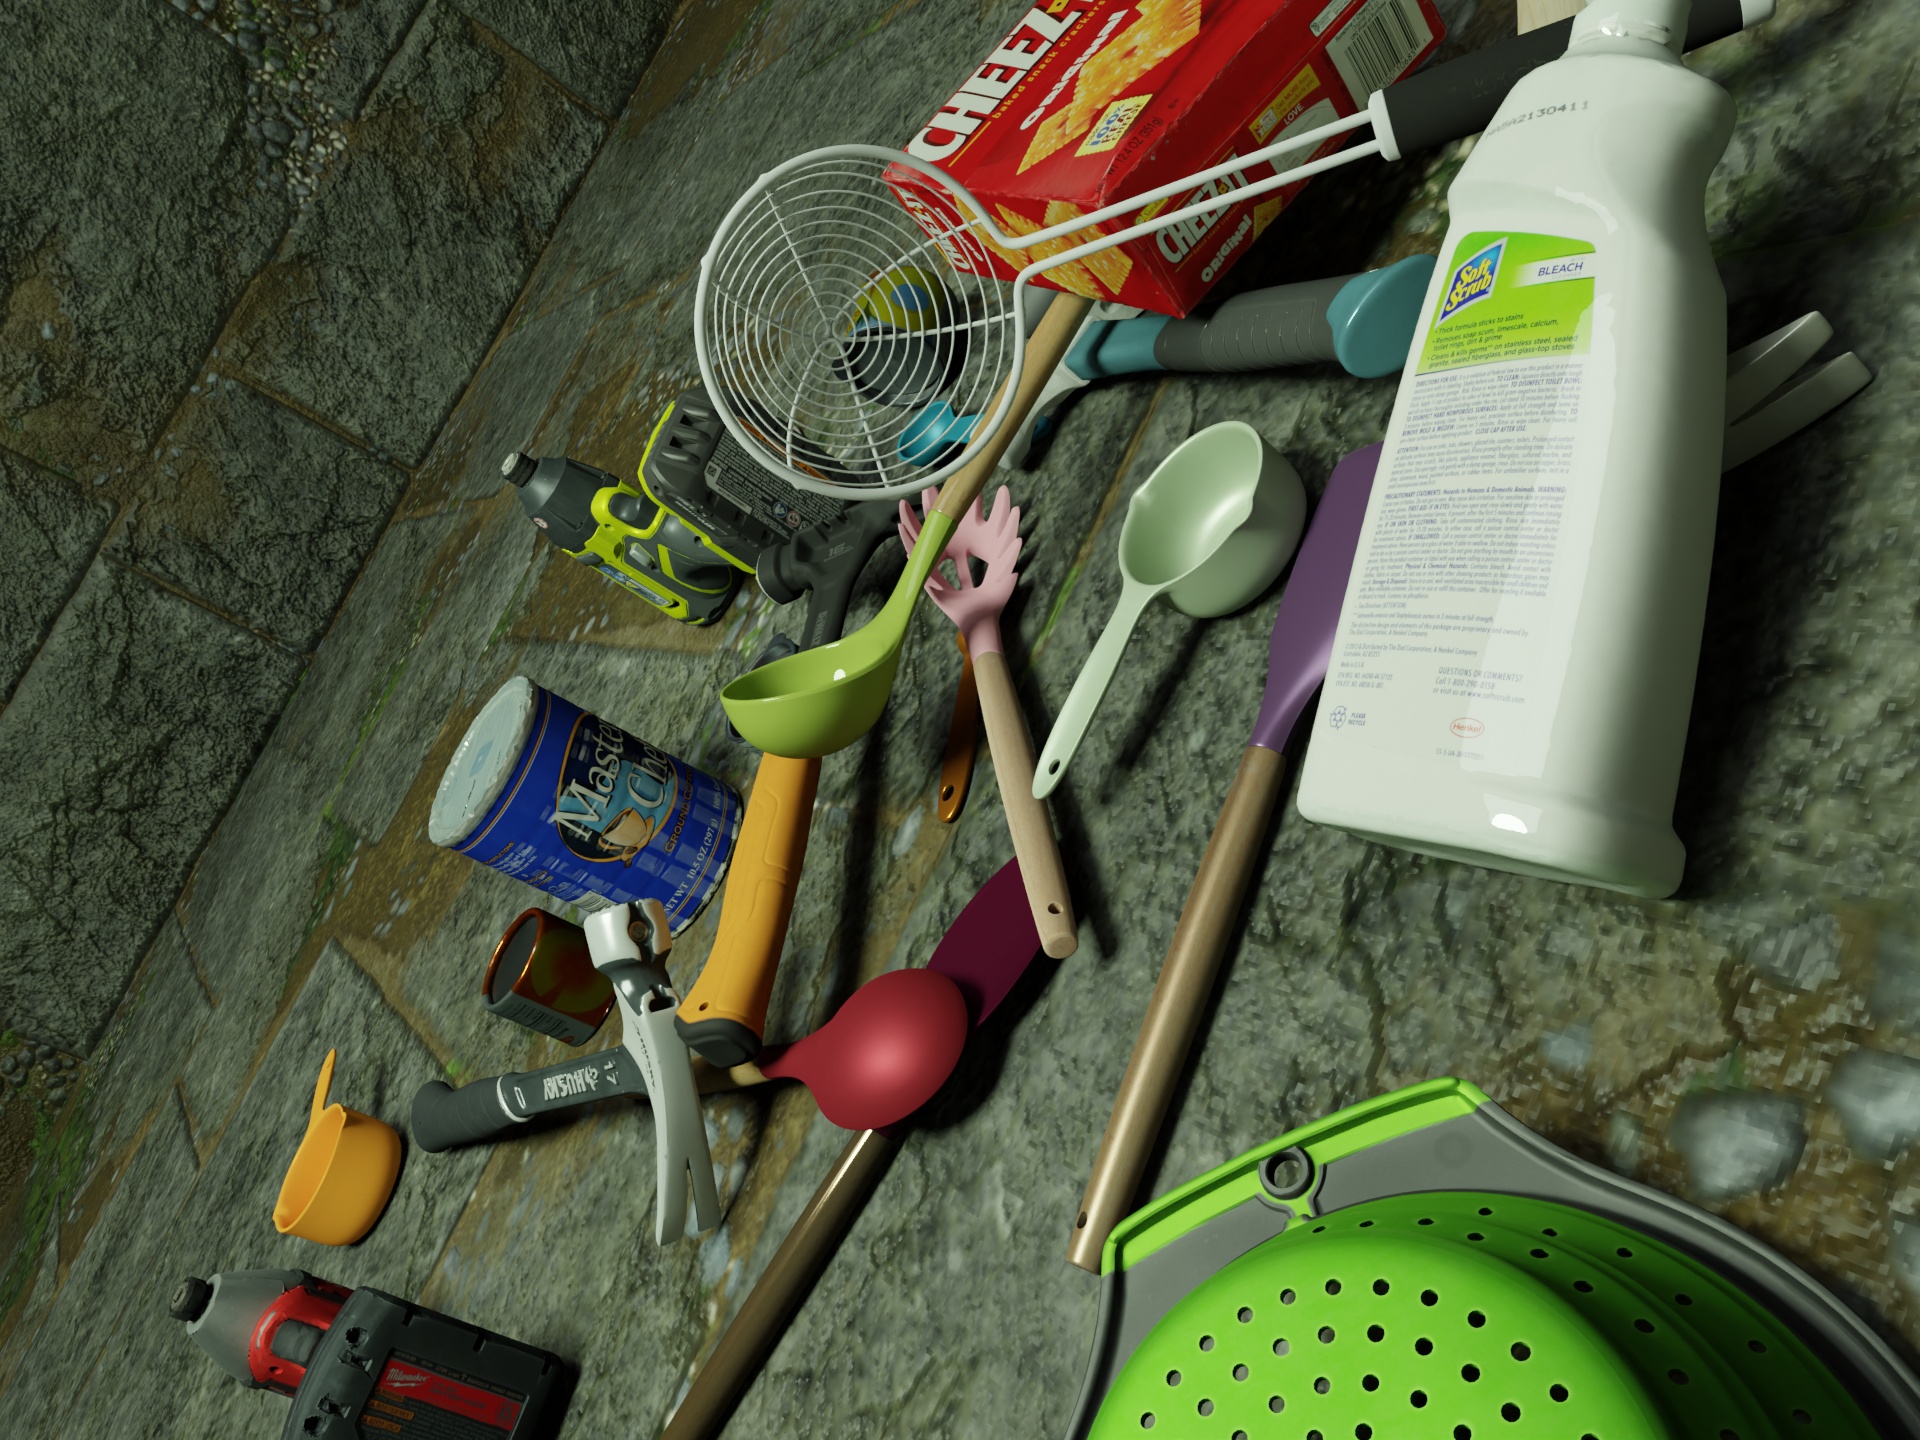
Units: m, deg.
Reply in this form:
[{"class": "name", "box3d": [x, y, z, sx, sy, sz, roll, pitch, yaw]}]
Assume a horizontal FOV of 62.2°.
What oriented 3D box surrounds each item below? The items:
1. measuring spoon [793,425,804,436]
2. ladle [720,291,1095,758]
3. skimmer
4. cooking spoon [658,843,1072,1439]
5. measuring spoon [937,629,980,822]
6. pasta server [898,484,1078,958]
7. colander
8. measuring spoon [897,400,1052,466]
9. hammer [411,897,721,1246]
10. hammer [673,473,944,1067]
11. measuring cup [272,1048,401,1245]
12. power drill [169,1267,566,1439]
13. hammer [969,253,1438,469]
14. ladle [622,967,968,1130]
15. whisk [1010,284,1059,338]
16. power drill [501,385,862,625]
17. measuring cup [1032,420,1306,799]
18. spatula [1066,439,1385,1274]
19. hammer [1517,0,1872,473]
[{"class": "measuring spoon", "box3d": [-0.118, -0.184, 1.107, 0.034, 0.018, 0.124, -51, 28, 15]}, {"class": "ladle", "box3d": [-0.003, -0.121, 0.720, 0.320, 0.062, 0.078, -59, 28, -9]}, {"class": "skimmer", "box3d": [0.083, -0.176, 0.540, 0.363, 0.127, 0.090, -15, 19, 21]}, {"class": "cooking spoon", "box3d": [-0.045, 0.184, 0.635, 0.319, 0.017, 0.069, -57, 24, 2]}, {"class": "measuring spoon", "box3d": [-0.001, -0.002, 0.751, 0.021, 0.011, 0.117, -31, 39, 41]}, {"class": "pasta server", "box3d": [0.016, -0.016, 0.696, 0.060, 0.040, 0.317, -8, 36, -3]}, {"class": "colander", "box3d": [0.103, 0.217, 0.237, 0.204, 0.094, 0.398, -28, 44, 11]}, {"class": "measuring spoon", "box3d": [0.012, -0.156, 0.882, 0.129, 0.021, 0.042, 12, 69, 51]}, {"class": "hammer", "box3d": [-0.229, 0.205, 0.852, 0.409, 0.036, 0.149, -28, 75, 54]}, {"class": "hammer", "box3d": [-0.074, 0.013, 0.773, 0.127, 0.034, 0.337, -20, 41, 29]}, {"class": "measuring cup", "box3d": [-0.428, 0.292, 1.112, 0.095, 0.052, 0.174, -53, 27, 12]}, {"class": "power drill", "box3d": [-0.301, 0.319, 0.786, 0.220, 0.143, 0.079, -12, 50, 51]}, {"class": "hammer", "box3d": [0.098, -0.162, 0.678, 0.128, 0.033, 0.331, -54, 20, -2]}, {"class": "ladle", "box3d": [-0.094, 0.155, 0.714, 0.315, 0.031, 0.069, -25, 35, 54]}, {"class": "whisk", "box3d": [0.112, -0.317, 0.831, 0.284, 0.070, 0.070, -51, 29, 23]}, {"class": "power drill", "box3d": [-0.180, -0.131, 1.000, 0.223, 0.171, 0.080, -6, 57, 52]}, {"class": "measuring cup", "box3d": [0.081, -0.037, 0.628, 0.167, 0.038, 0.083, -62, 28, -2]}, {"class": "spatula", "box3d": [0.099, 0.034, 0.548, 0.060, 0.018, 0.316, -9, 54, 62]}, {"class": "hammer", "box3d": [0.229, -0.238, 0.584, 0.146, 0.038, 0.411, -25, 43, 44]}]
